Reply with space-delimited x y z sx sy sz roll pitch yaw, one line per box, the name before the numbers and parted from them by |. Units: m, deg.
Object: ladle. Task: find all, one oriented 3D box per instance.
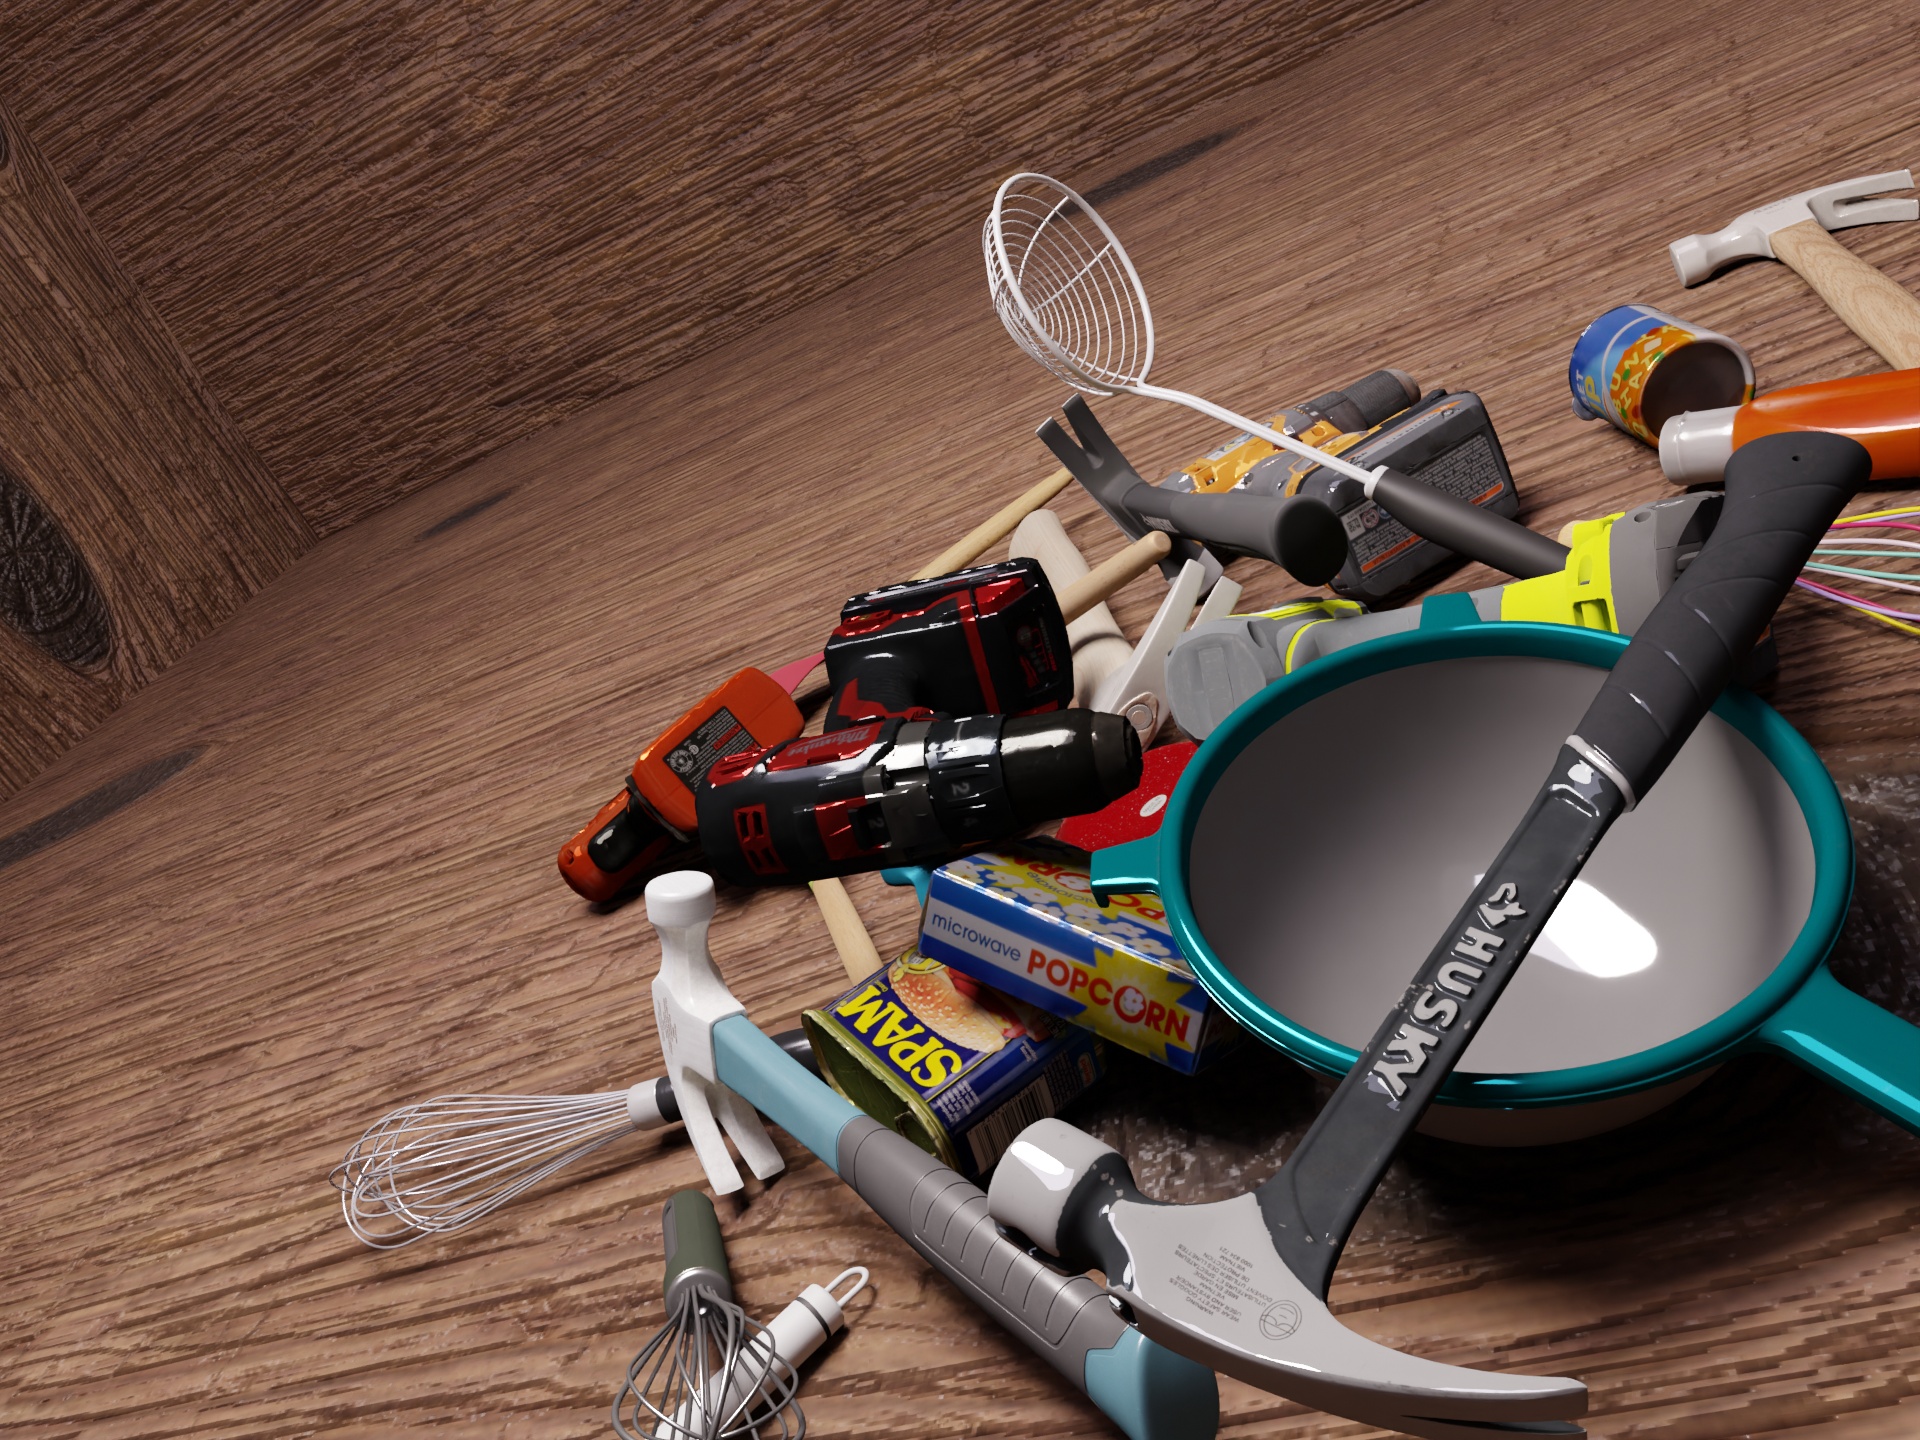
ladle | -0.056 0.106 0.825 0.078 0.062 0.320 -39 31 1
ladle | -0.038 -0.089 1.154 0.315 0.031 0.069 -38 6 -9

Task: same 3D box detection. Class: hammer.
hammer | 0.122 -0.109 0.830 0.035 0.146 0.335 -43 12 2
hammer | 0.188 0.029 0.476 0.149 0.036 0.409 21 52 37
hammer | 0.076 -0.077 0.969 0.146 0.038 0.411 -60 14 16
hammer | -0.030 0.163 0.585 0.033 0.128 0.331 -14 21 -33
hammer | 0.503 -0.242 0.890 0.130 0.031 0.331 -21 25 20

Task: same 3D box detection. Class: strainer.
strainer | -0.125 0.278 0.544 0.258 0.050 0.087 -37 15 -30
strainer | 0.216 0.091 0.494 0.211 0.095 0.341 -35 43 -20

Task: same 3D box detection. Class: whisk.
whisk | -0.176 0.193 0.760 0.284 0.070 0.070 -18 25 13
whisk | 0.356 -0.070 0.704 0.051 0.047 0.245 -23 17 -17
whisk | -0.094 0.212 0.571 0.059 0.058 0.246 7 -2 -12

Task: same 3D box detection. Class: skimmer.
skimmer | 0.168 -0.172 0.811 0.363 0.090 0.127 30 35 20

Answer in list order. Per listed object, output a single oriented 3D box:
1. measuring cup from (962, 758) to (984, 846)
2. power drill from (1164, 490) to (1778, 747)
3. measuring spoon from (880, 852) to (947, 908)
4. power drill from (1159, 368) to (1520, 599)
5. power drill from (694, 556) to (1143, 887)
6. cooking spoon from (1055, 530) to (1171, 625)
measuring cup | 0.006 0.022 0.894 0.095 0.052 0.173 2 17 18
power drill | 0.224 -0.039 0.698 0.223 0.080 0.171 -9 3 37
measuring spoon | -0.018 0.082 0.836 0.042 0.021 0.129 -31 22 -4
power drill | 0.239 -0.154 0.958 0.185 0.084 0.226 -31 19 -8
power drill | -0.001 -0.002 0.729 0.188 0.080 0.227 -11 20 17
cooking spoon | 0.021 -0.038 0.919 0.069 0.017 0.319 -38 3 -36
